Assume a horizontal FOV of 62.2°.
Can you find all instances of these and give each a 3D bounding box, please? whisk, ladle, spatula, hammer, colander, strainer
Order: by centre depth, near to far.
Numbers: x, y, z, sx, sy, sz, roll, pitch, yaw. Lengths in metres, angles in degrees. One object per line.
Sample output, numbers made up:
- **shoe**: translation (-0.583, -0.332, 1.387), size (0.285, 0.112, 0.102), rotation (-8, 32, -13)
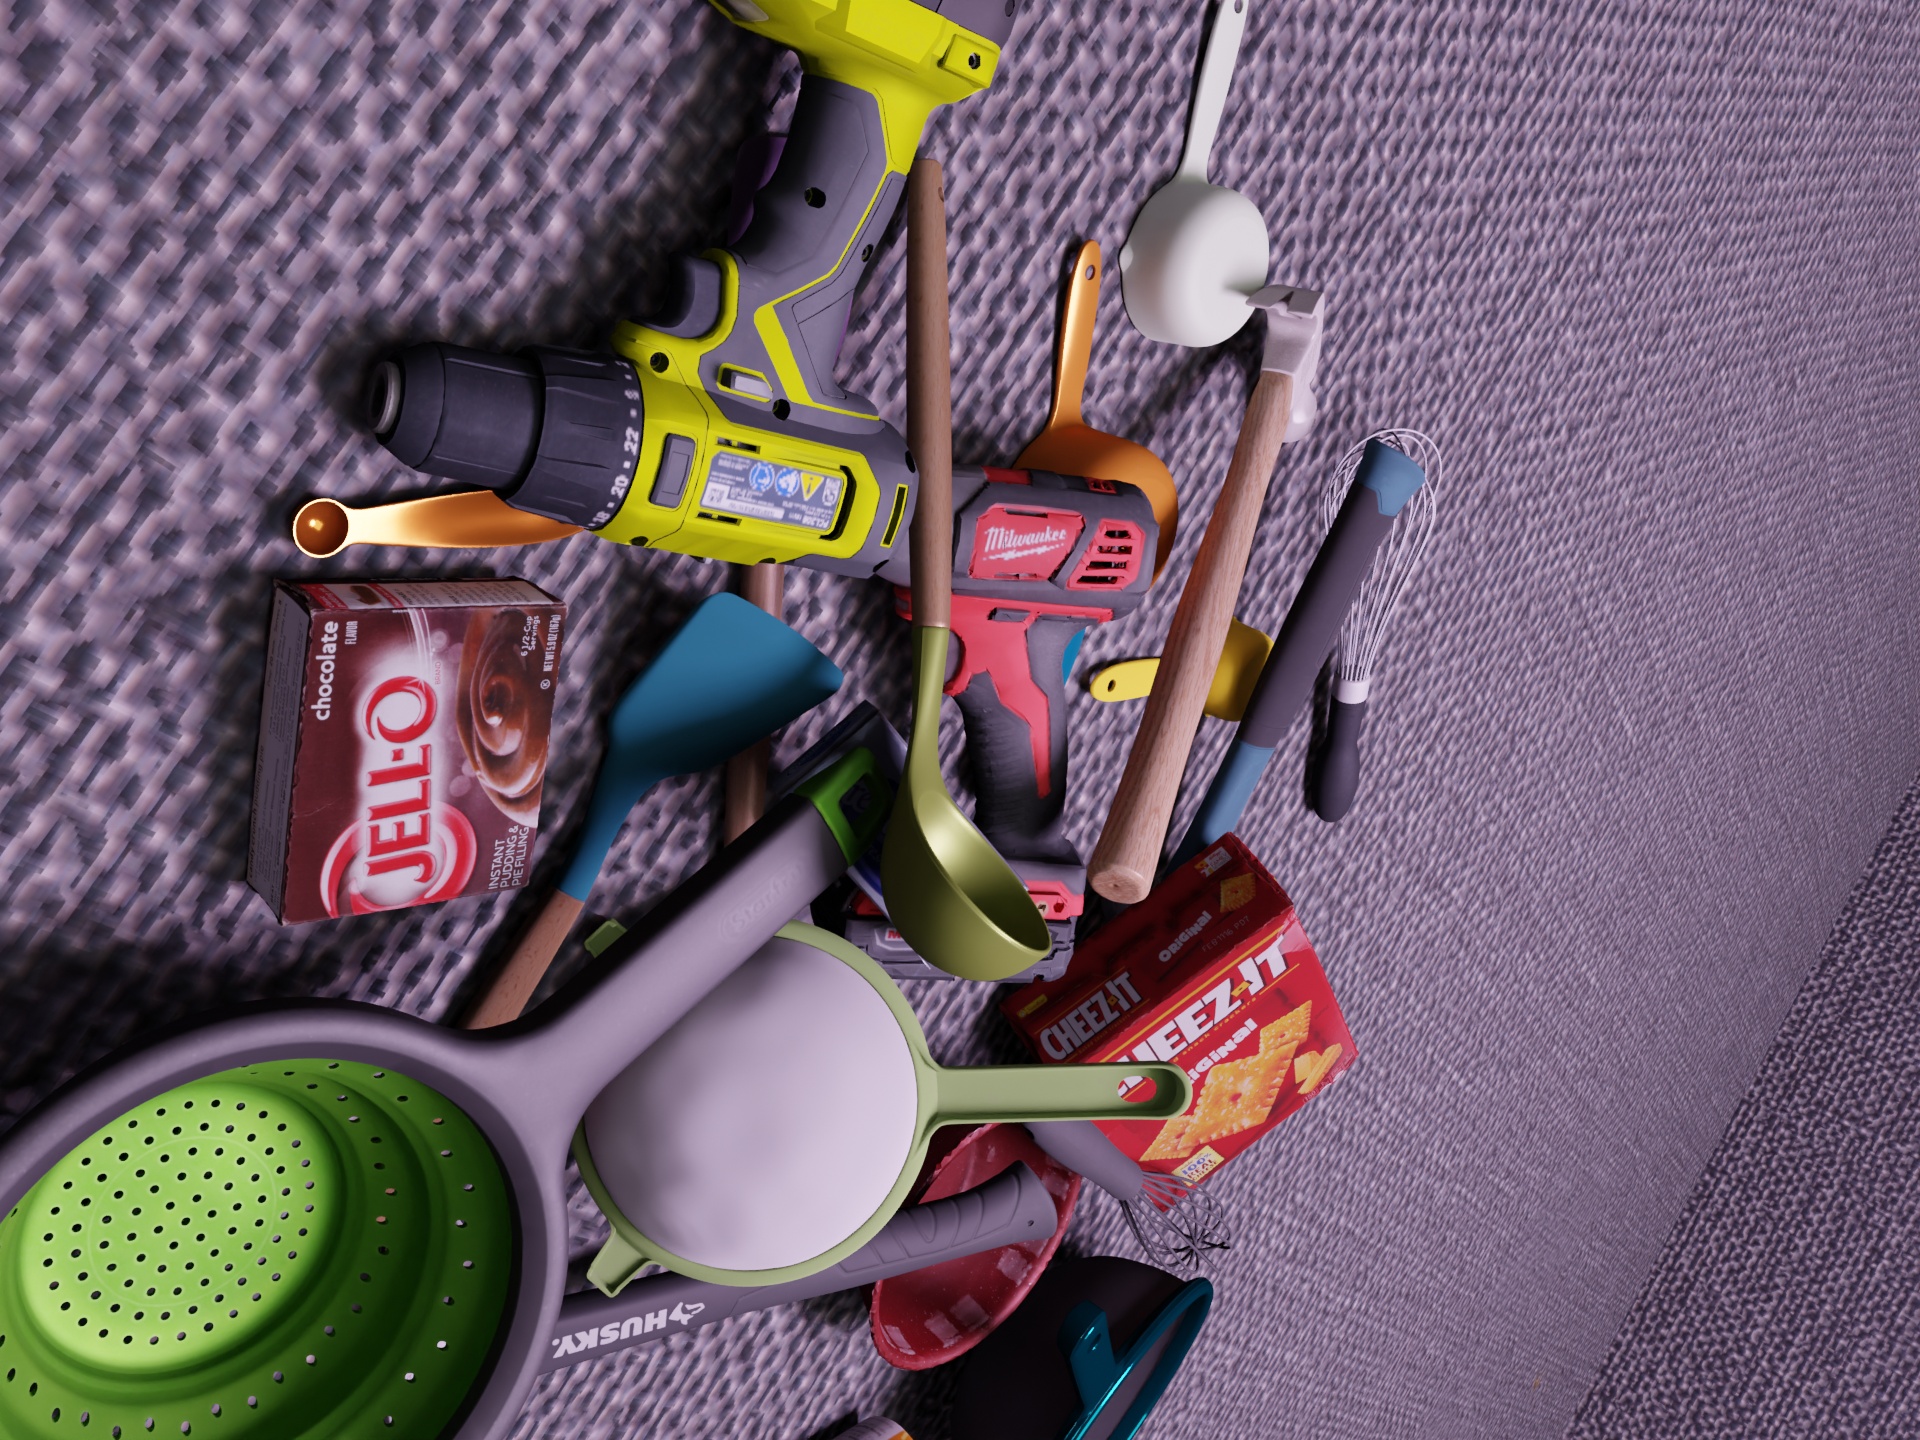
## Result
- **colander**: translation (-0.186, 0.132, 0.554), size (0.397, 0.095, 0.204), rotation (-41, 122, -26)
- **ladle**: translation (0.000, -0.062, 0.610), size (0.078, 0.062, 0.320), rotation (15, 73, -69)
- **spatula**: translation (-0.161, 0.093, 0.613), size (0.082, 0.044, 0.317), rotation (37, 83, -49)
- **strainer**: translation (-0.031, 0.154, 0.630), size (0.069, 0.256, 0.151), rotation (136, -47, -85)
- **spatula**: translation (-0.077, -0.067, 0.639), size (0.059, 0.018, 0.315), rotation (-10, 117, -40)
- **hammer**: translation (-0.096, 0.261, 0.728), size (0.334, 0.035, 0.146), rotation (-3, 111, -33)
- **hammer**: translation (0.119, -0.069, 0.738), size (0.130, 0.031, 0.331), rotation (76, 31, -59)
- **whisk**: translation (0.092, 0.259, 0.888), size (0.055, 0.055, 0.238), rotation (-54, 134, -12)
- **hammer**: translation (0.172, -0.001, 0.894), size (0.128, 0.033, 0.331), rotation (2, 119, -41)
- **strainer**: translation (0.051, 0.370, 0.924), size (0.211, 0.095, 0.340), rotation (-46, 152, -21)
- **whisk**: translation (0.244, -0.049, 0.981), size (0.070, 0.070, 0.284), rotation (-29, 135, -35)

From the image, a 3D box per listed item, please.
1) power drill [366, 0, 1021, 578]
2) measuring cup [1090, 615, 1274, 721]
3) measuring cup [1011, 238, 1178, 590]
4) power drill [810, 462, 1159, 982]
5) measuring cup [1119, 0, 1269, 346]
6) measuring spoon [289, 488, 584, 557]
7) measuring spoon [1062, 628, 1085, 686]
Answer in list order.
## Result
- **power drill**: translation (-0.082, -0.166, 0.531), size (0.190, 0.080, 0.228), rotation (7, 107, -38)
- **measuring cup**: translation (0.127, -0.022, 0.879), size (0.156, 0.029, 0.062), rotation (-9, 117, -48)
- **measuring cup**: translation (0.067, -0.130, 0.736), size (0.095, 0.052, 0.173), rotation (-20, 126, -40)
- **power drill**: translation (-0.001, -0.002, 0.692), size (0.143, 0.079, 0.219), rotation (4, 105, -16)
- **measuring cup**: translation (0.123, -0.257, 0.740), size (0.083, 0.038, 0.167), rotation (-11, 120, -44)
- **measuring spoon**: translation (-0.173, -0.069, 0.541), size (0.117, 0.011, 0.021), rotation (-13, 119, -48)
- **measuring spoon**: translation (0.037, -0.014, 0.801), size (0.042, 0.021, 0.129), rotation (32, 76, -51)
